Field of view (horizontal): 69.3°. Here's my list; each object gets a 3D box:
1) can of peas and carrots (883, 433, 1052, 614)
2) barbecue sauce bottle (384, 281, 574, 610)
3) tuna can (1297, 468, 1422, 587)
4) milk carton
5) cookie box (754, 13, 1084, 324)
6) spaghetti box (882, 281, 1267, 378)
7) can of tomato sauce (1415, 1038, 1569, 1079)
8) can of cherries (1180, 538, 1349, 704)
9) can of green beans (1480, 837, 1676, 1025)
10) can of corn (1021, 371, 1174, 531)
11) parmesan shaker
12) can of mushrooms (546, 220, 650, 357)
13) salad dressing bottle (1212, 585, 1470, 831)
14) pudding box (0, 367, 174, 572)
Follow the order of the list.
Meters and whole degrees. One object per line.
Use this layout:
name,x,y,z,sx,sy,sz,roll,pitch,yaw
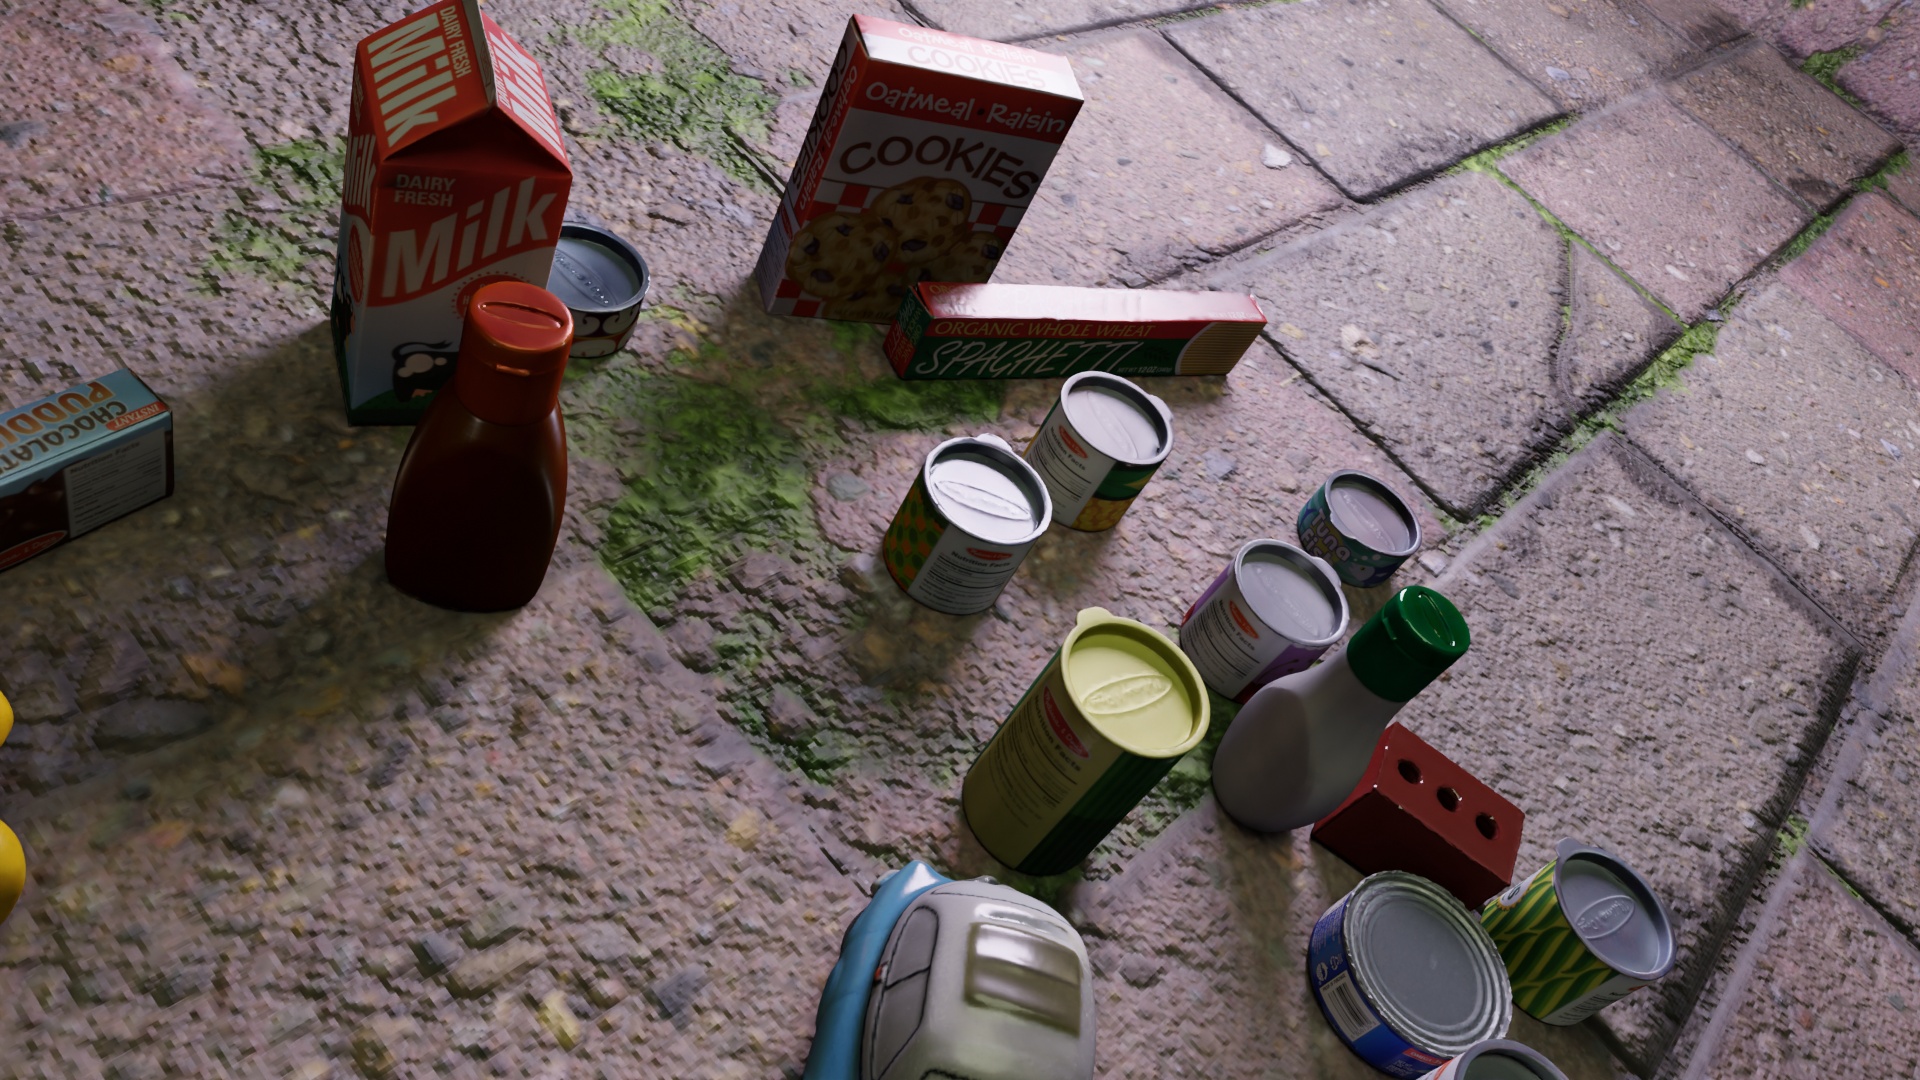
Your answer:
can of peas and carrots,0.002,-0.008,0.674,0.071,0.058,0.071,15,46,-16
barbecue sauce bottle,-0.180,-0.032,0.531,0.065,0.147,0.044,11,47,-20
tuna can,0.233,-0.006,0.818,0.071,0.032,0.071,15,46,-16
milk carton,-0.212,-0.135,0.574,0.073,0.189,0.072,-3,54,-31
cookie box,-0.026,-0.190,0.742,0.123,0.166,0.040,1,52,-29
spaghetti box,0.074,-0.123,0.822,0.251,0.050,0.029,-5,55,-32
can of tomato sauce,0.195,0.243,0.538,0.071,0.082,0.071,15,46,-17
can of cherries,0.157,0.042,0.715,0.071,0.058,0.072,15,46,-16
can of green beans,0.291,0.188,0.659,0.071,0.057,0.071,15,46,-16
can of corn,0.074,-0.048,0.749,0.071,0.058,0.071,15,46,-16
parmesan shaker,0.049,0.086,0.584,0.071,0.102,0.072,15,46,-17
can of mushrooms,-0.192,-0.124,0.689,0.071,0.033,0.071,15,46,-16
salad dressing bottle,0.169,0.077,0.625,0.044,0.146,0.064,4,50,-26
pudding box,-0.335,-0.024,0.509,0.030,0.049,0.084,41,44,9
